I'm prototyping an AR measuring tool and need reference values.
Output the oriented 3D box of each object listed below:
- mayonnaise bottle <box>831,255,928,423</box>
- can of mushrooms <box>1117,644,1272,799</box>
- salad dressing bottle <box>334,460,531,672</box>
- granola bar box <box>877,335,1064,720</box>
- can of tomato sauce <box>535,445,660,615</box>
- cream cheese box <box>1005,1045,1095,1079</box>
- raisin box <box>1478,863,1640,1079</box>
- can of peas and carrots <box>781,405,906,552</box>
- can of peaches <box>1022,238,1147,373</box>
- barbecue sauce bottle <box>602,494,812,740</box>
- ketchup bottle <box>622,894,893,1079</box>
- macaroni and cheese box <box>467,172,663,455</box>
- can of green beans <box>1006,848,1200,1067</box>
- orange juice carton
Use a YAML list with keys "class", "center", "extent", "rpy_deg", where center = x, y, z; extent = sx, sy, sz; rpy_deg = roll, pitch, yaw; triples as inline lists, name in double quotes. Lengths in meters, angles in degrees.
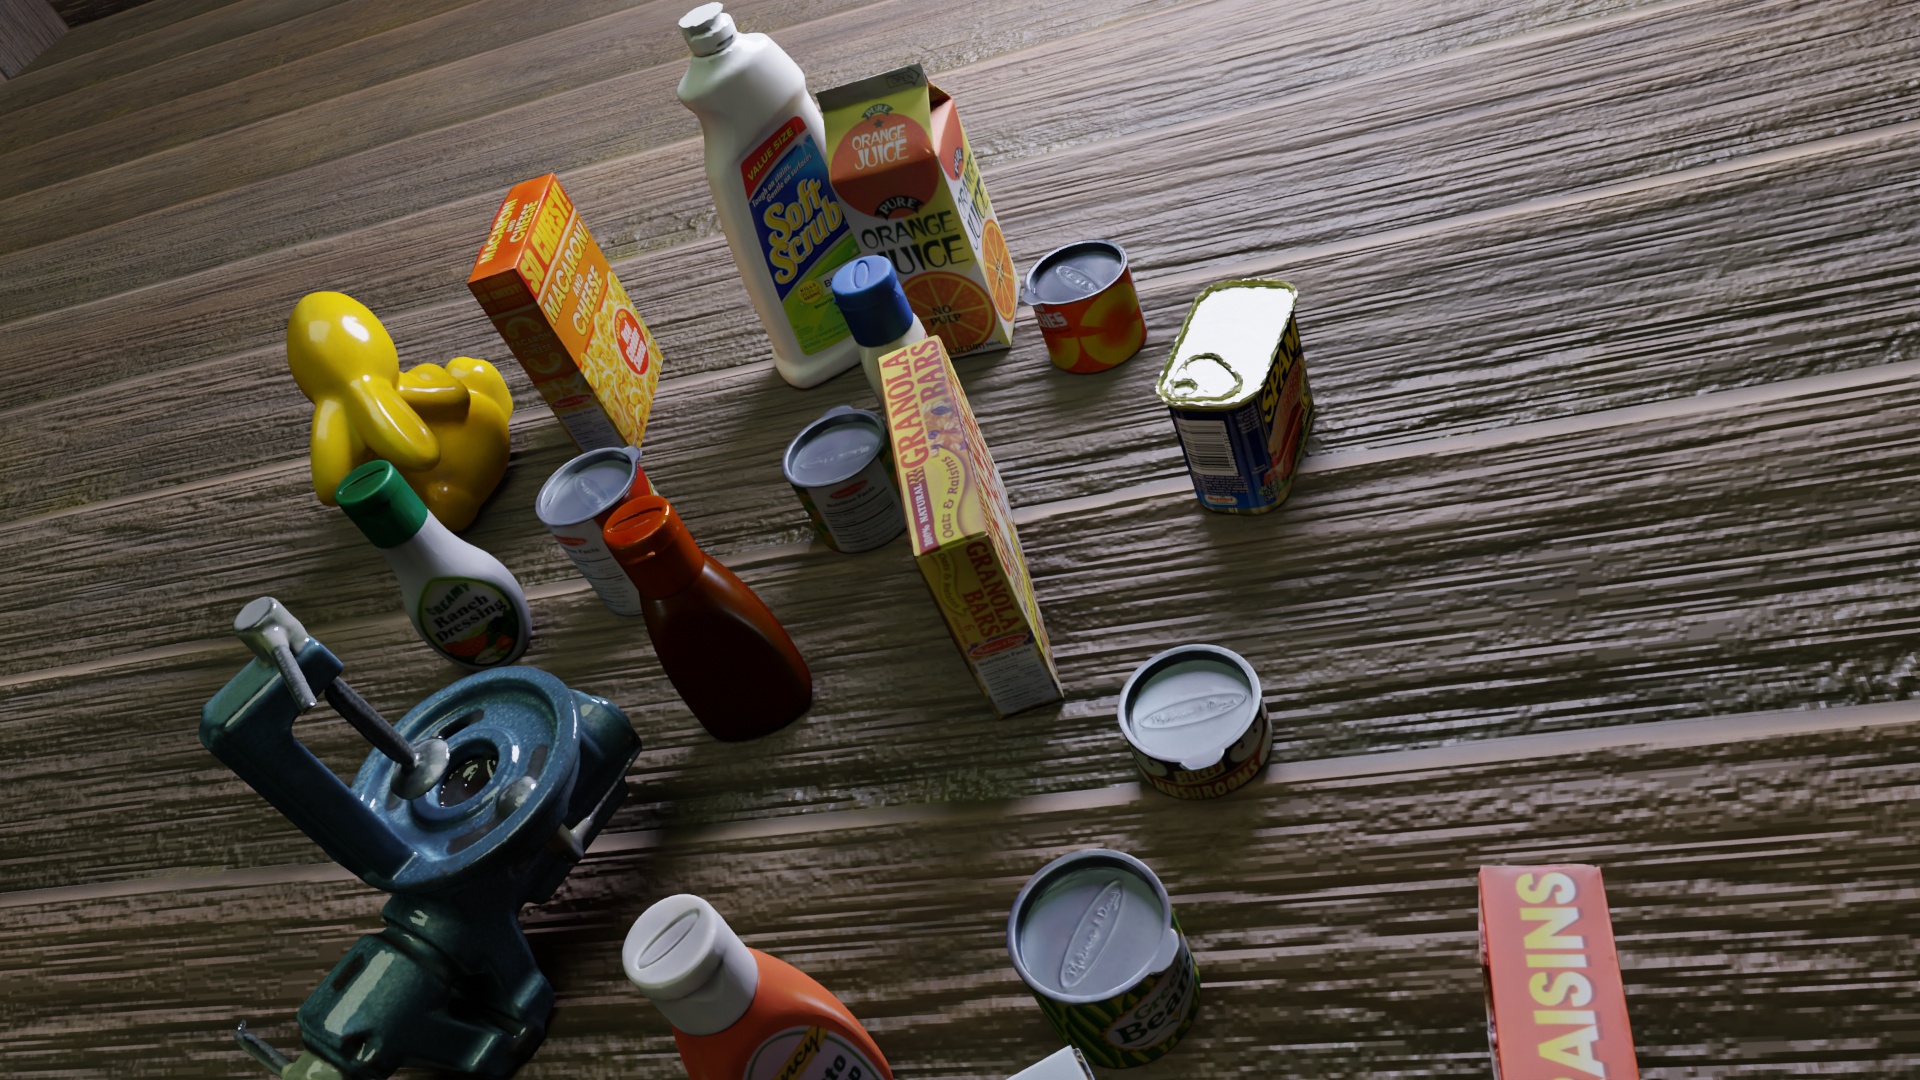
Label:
- class: "mayonnaise bottle"
  center: [-0.031, -0.095, 0.807]
  extent: [0.041, 0.147, 0.065]
  rpy_deg: [-16, 42, 11]
- class: "can of mushrooms"
  center: [0.108, 0.085, 0.637]
  extent: [0.071, 0.033, 0.071]
  rpy_deg: [-14, 42, 13]
- class: "salad dressing bottle"
  center: [-0.313, 0.017, 0.828]
  extent: [0.064, 0.147, 0.044]
  rpy_deg: [-30, 41, -5]
- class: "granola bar box"
  center: [0.003, -0.009, 0.718]
  extent: [0.039, 0.123, 0.166]
  rpy_deg: [-20, 41, 6]
- class: "can of tomato sauce"
  center: [-0.207, -0.006, 0.849]
  extent: [0.071, 0.082, 0.071]
  rpy_deg: [-14, 42, 13]
- class: "cream cheese box"
  center: [0.009, 0.232, 0.515]
  extent: [0.104, 0.053, 0.024]
  rpy_deg: [-28, 41, -3]
- class: "raisin box"
  center: [0.190, 0.171, 0.437]
  extent: [0.040, 0.123, 0.086]
  rpy_deg: [-7, 44, 20]
- class: "can of peas and carrots"
  center: [-0.065, -0.037, 0.831]
  extent: [0.071, 0.058, 0.071]
  rpy_deg: [-14, 42, 13]
- class: "can of peaches"
  center: [0.078, -0.146, 0.876]
  extent: [0.071, 0.057, 0.071]
  rpy_deg: [-14, 42, 13]
- class: "barbecue sauce bottle"
  center: [-0.132, 0.041, 0.713]
  extent: [0.065, 0.148, 0.044]
  rpy_deg: [-21, 41, 5]
- class: "ketchup bottle"
  center: [-0.079, 0.189, 0.531]
  extent: [0.065, 0.148, 0.043]
  rpy_deg: [-42, 43, -19]
- class: "macaroni and cheese box"
  center: [-0.271, -0.151, 0.970]
  extent: [0.040, 0.165, 0.124]
  rpy_deg: [-14, 42, 13]
- class: "can of green beans"
  center: [0.058, 0.167, 0.556]
  extent: [0.071, 0.057, 0.071]
  rpy_deg: [-14, 42, 13]
- class: "orange juice carton"
  center: [-0.025, -0.212, 0.894]
  extent: [0.072, 0.191, 0.073]
  rpy_deg: [-9, 43, 19]
